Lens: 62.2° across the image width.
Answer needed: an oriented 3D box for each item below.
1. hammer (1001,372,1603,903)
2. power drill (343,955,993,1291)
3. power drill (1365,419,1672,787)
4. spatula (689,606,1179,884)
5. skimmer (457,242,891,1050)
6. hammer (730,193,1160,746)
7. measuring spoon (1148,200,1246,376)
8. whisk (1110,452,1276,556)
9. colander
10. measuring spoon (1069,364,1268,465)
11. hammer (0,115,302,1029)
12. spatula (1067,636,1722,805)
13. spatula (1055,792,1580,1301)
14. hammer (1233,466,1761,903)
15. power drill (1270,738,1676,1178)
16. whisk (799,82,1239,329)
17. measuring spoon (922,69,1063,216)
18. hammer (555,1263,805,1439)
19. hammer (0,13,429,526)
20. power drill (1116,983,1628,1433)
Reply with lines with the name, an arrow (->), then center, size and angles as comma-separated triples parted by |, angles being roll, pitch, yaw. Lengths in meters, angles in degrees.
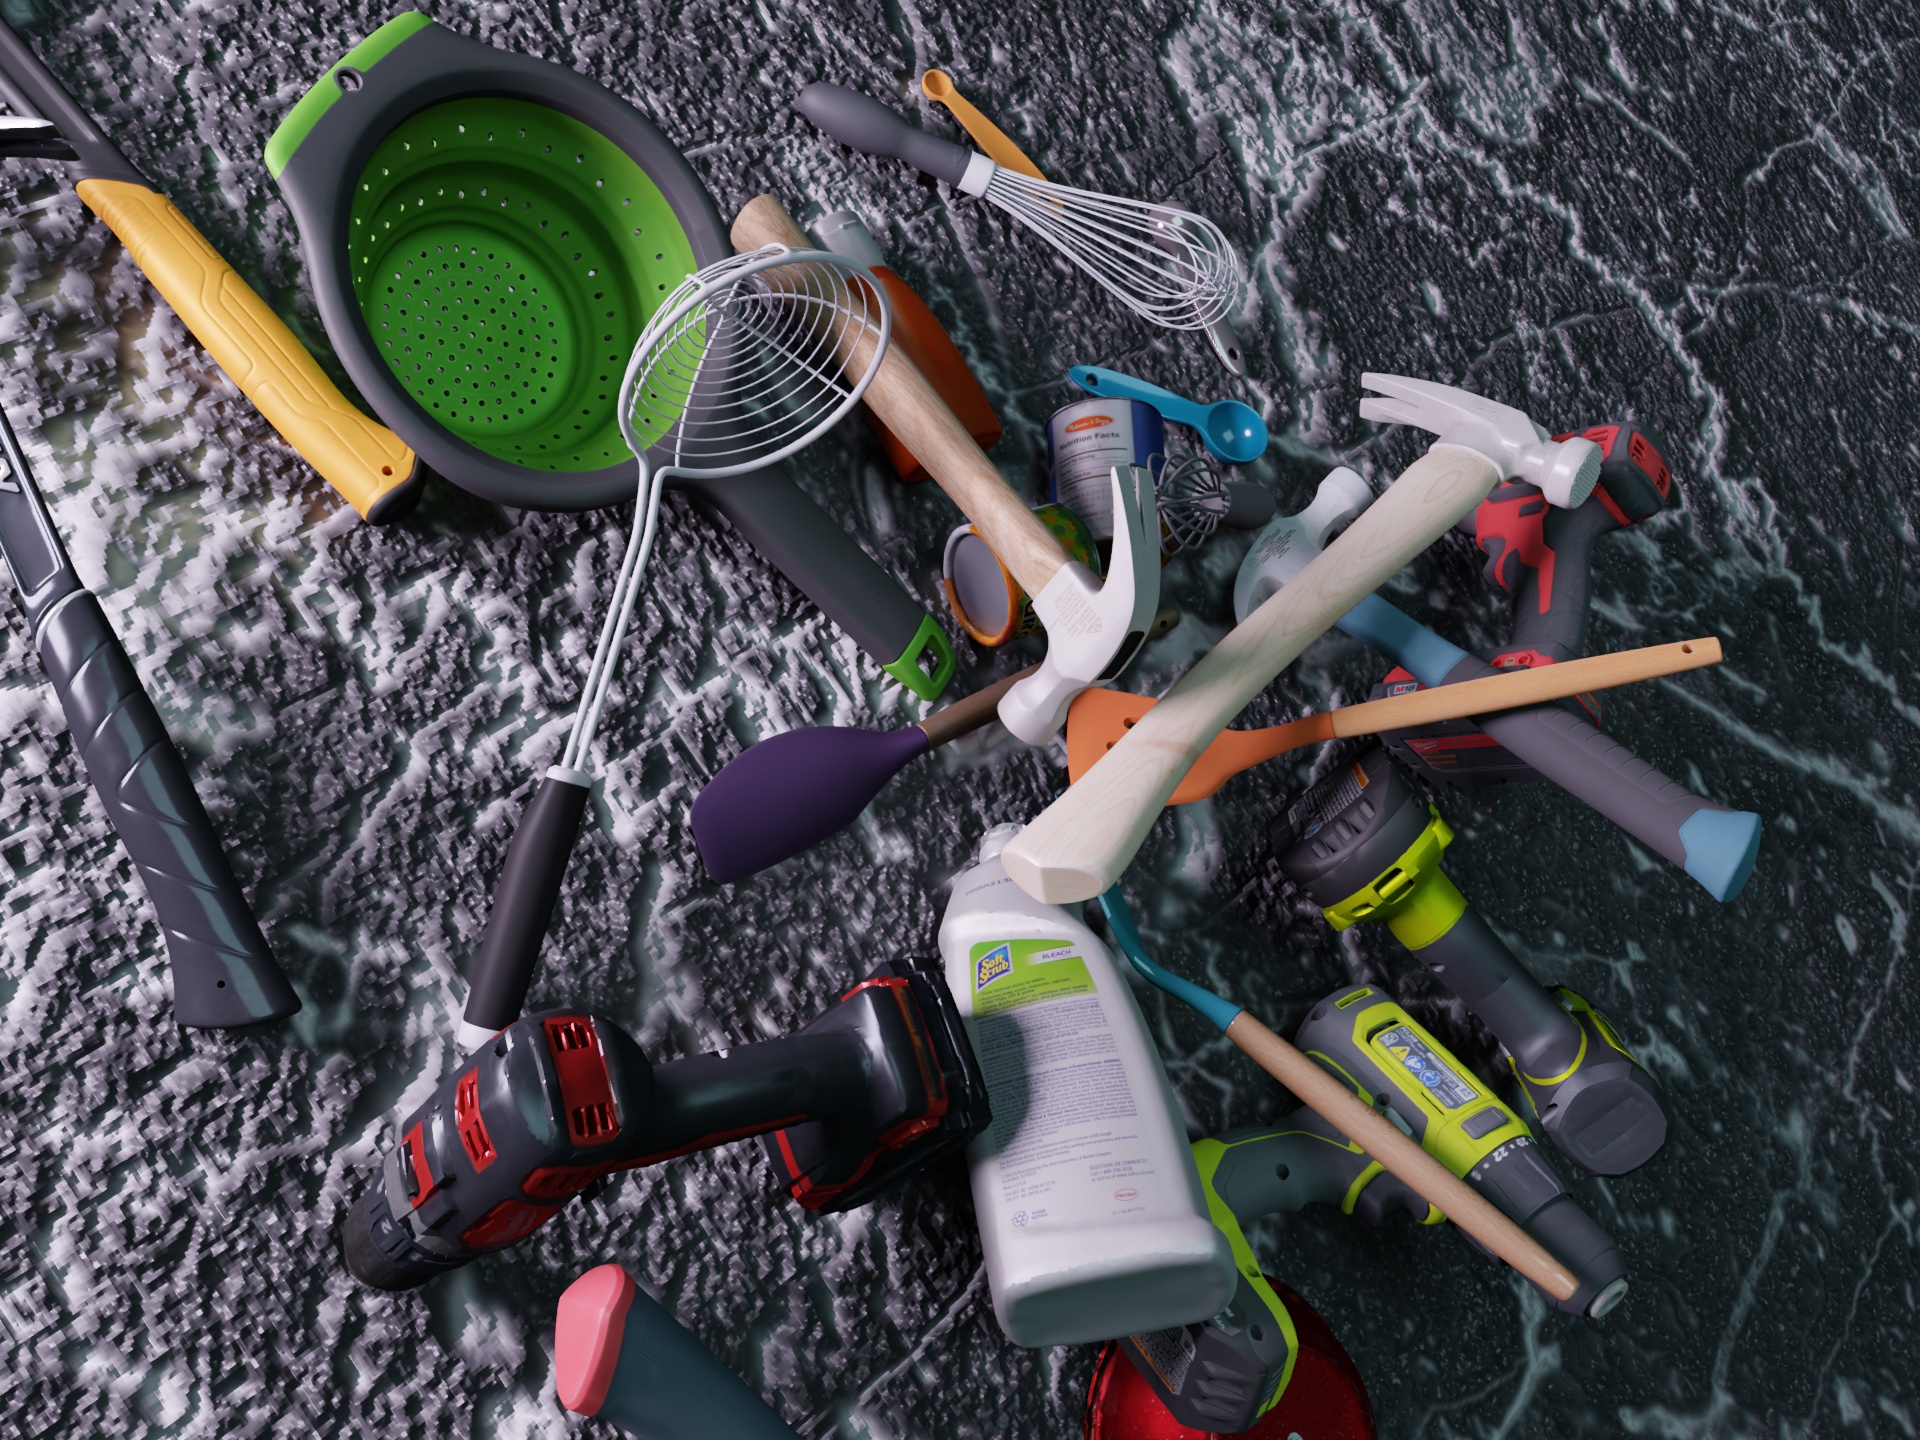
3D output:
hammer -> 0.162, -0.053, 0.823 | 0.146, 0.038, 0.411 | 31, 58, 34
power drill -> -0.121, 0.169, 0.640 | 0.226, 0.188, 0.080 | 2, 57, -43
power drill -> 0.326, -0.074, 0.943 | 0.078, 0.143, 0.220 | 38, 64, -29
spatula -> -0.001, -0.003, 0.824 | 0.316, 0.018, 0.059 | -25, 108, -31
skimmer -> -0.127, -0.027, 0.678 | 0.127, 0.090, 0.363 | 26, 80, -63
hammer -> -0.017, -0.152, 0.801 | 0.031, 0.130, 0.331 | -6, 53, -54
measuring spoon -> 0.154, -0.273, 0.997 | 0.034, 0.018, 0.124 | -19, 82, -30
whisk -> 0.135, -0.115, 0.857 | 0.055, 0.055, 0.239 | 63, 24, 6
colander -> -0.157, -0.140, 0.773 | 0.396, 0.094, 0.205 | 44, 60, -26
measuring spoon -> 0.123, -0.184, 0.956 | 0.128, 0.021, 0.042 | 18, 66, -9
hammer -> -0.368, -0.060, 0.649 | 0.149, 0.036, 0.409 | -26, 87, -11
spatula -> 0.213, -0.006, 0.811 | 0.041, 0.322, 0.081 | 51, 33, -51
spatula -> 0.156, 0.150, 0.749 | 0.318, 0.082, 0.044 | 38, 87, 23
hammer -> 0.272, -0.018, 0.836 | 0.128, 0.033, 0.331 | -44, 49, -4
power drill -> 0.269, 0.121, 0.846 | 0.080, 0.171, 0.223 | -42, 91, 12
whisk -> 0.039, -0.309, 0.937 | 0.284, 0.070, 0.070 | 21, 64, -13
measuring spoon -> 0.019, -0.348, 0.967 | 0.117, 0.011, 0.021 | 44, 62, -10
hammer -> -0.012, 0.336, 0.630 | 0.386, 0.038, 0.143 | 53, 55, -19
hammer -> -0.371, -0.218, 0.718 | 0.337, 0.034, 0.127 | 48, 59, -3
power drill -> 0.179, 0.234, 0.751 | 0.228, 0.080, 0.191 | -17, 43, -27
